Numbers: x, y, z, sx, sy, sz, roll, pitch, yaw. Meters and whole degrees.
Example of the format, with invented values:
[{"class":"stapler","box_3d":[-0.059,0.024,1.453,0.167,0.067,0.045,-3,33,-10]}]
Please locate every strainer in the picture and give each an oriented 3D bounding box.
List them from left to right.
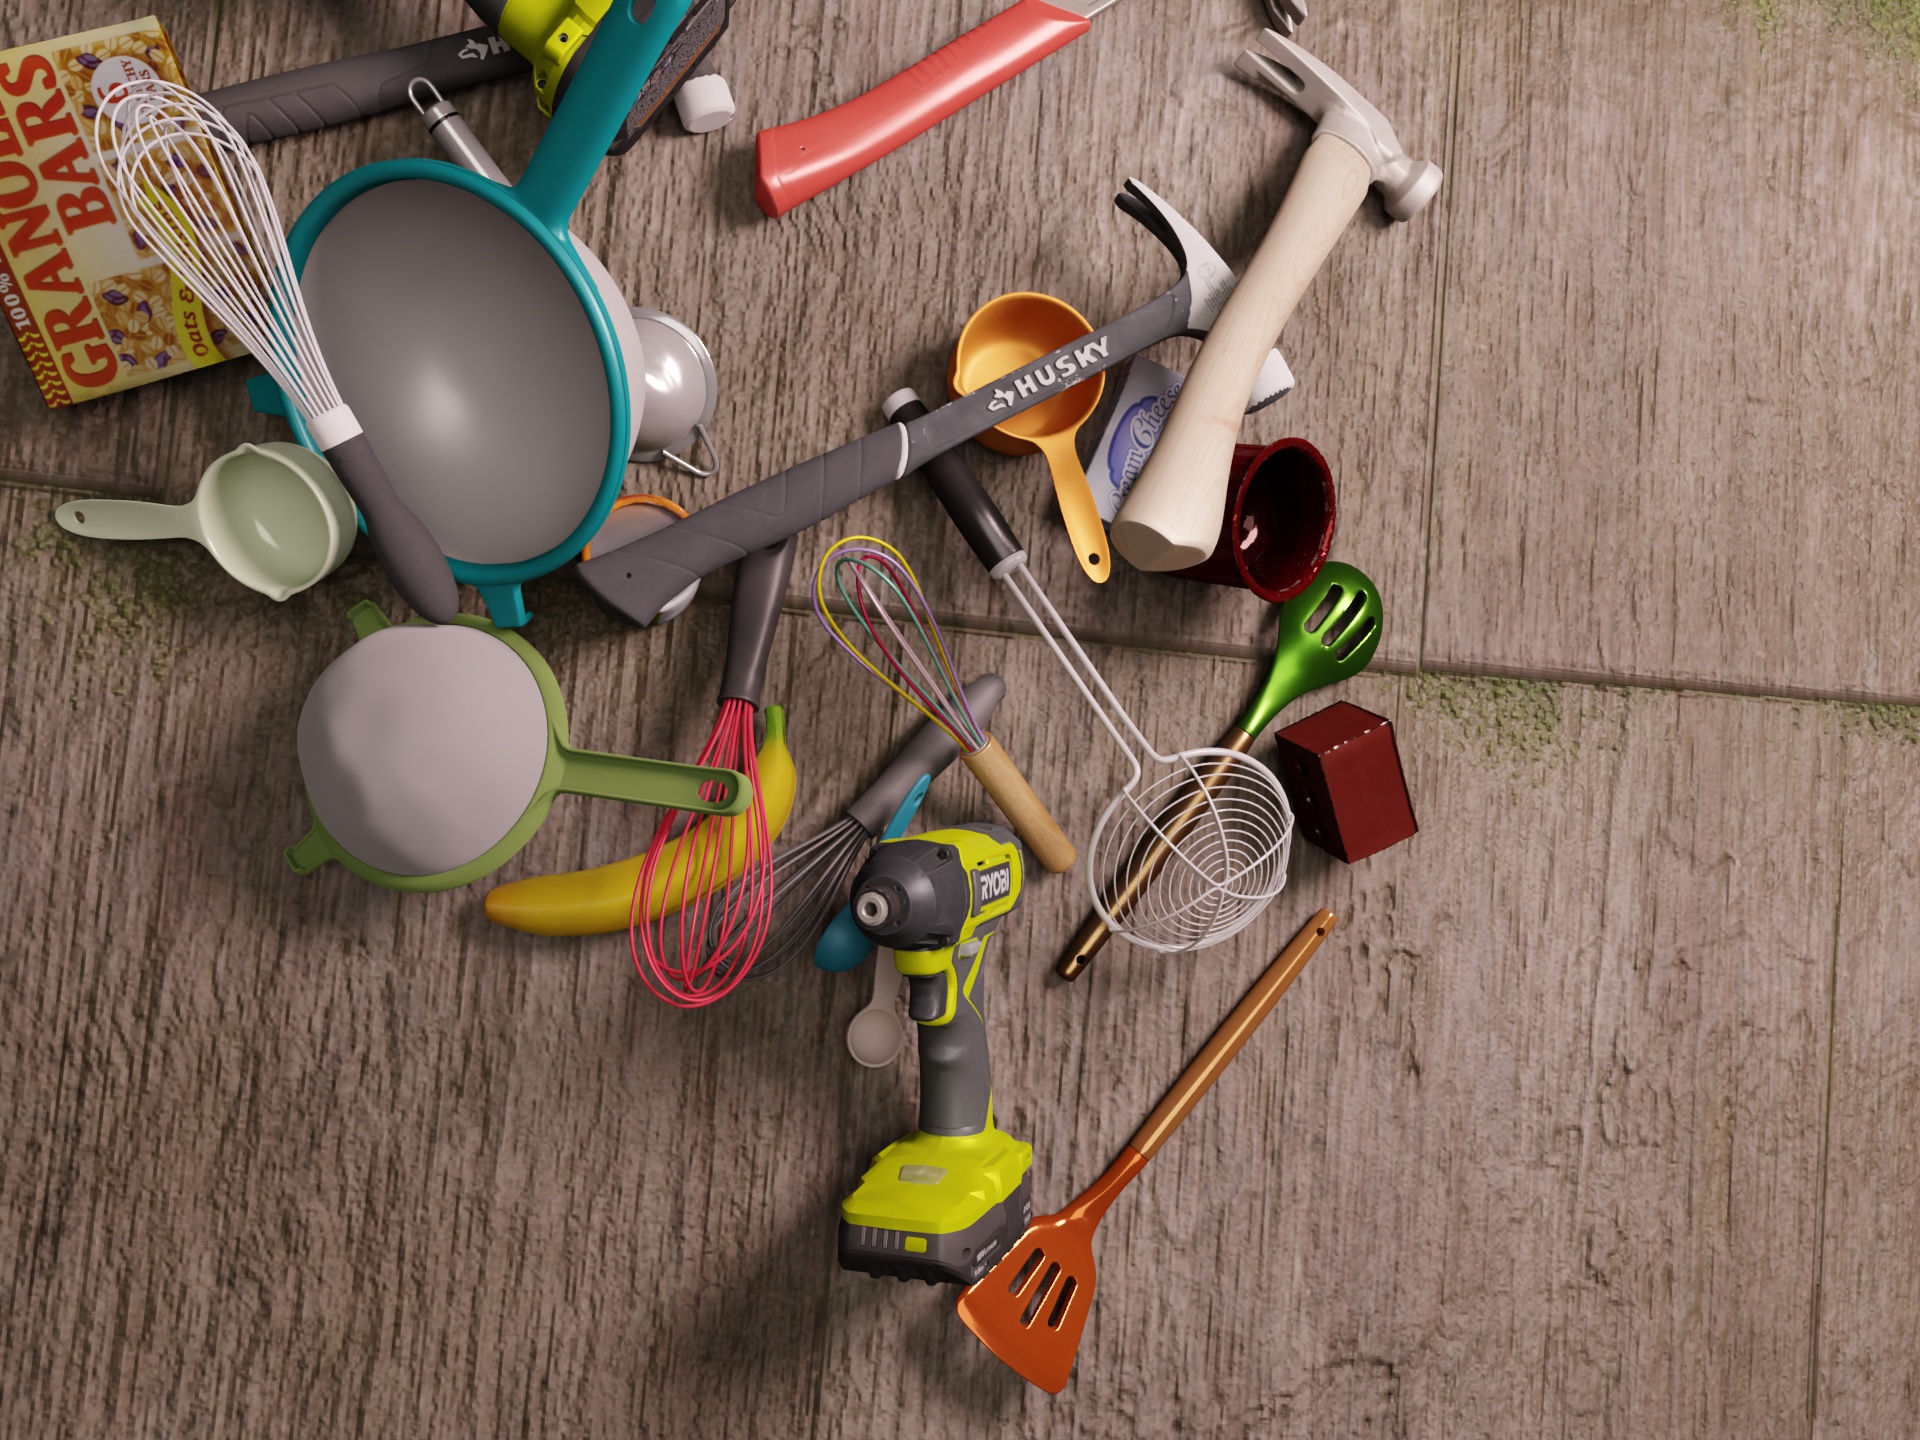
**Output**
[{"class":"strainer","box_3d":[-0.233,0.016,0.800,0.256,0.069,0.151,7,78,15]},{"class":"strainer","box_3d":[-0.206,-0.224,0.790,0.211,0.095,0.340,42,120,1]},{"class":"strainer","box_3d":[-0.219,-0.237,0.868,0.087,0.050,0.258,-34,100,12]}]

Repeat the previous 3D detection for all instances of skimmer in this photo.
[{"class":"skimmer","box_3d":[0.061,-0.033,0.923,0.127,0.090,0.363,-33,79,-3]}]

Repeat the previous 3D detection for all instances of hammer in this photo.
[{"class":"hammer","box_3d":[-0.305,-0.361,0.876,0.334,0.035,0.146,-20,92,-12]},{"class":"hammer","box_3d":[-0.019,-0.160,0.867,0.409,0.036,0.149,-28,88,-13]},{"class":"hammer","box_3d":[0.034,-0.395,0.948,0.359,0.037,0.149,-36,94,-12]},{"class":"hammer","box_3d":[0.159,-0.236,0.874,0.146,0.038,0.411,37,54,-10]}]

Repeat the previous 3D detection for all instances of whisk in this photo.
[{"class":"whisk","box_3d":[-0.324,-0.172,0.775,0.070,0.070,0.284,-29,109,-12]},{"class":"whisk","box_3d":[-0.122,0.010,0.856,0.073,0.073,0.296,12,66,-11]},{"class":"whisk","box_3d":[-0.057,0.057,0.898,0.055,0.055,0.239,46,75,-6]},{"class":"whisk","box_3d":[0.000,-0.004,0.878,0.244,0.051,0.047,54,47,-28]}]

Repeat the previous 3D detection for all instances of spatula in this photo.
[{"class":"spatula","box_3d":[0.123,0.236,0.929,0.081,0.041,0.322,42,79,-6]}]

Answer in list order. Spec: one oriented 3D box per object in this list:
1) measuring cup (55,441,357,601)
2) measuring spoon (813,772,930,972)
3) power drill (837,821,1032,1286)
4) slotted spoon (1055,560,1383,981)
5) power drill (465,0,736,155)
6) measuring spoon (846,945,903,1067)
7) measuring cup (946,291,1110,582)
[{"class":"measuring cup","box_3d":[-0.393,-0.109,0.832,0.167,0.038,0.083,3,113,14]},{"class":"measuring spoon","box_3d":[-0.042,0.088,0.883,0.021,0.042,0.128,33,104,20]},{"class":"power drill","box_3d":[-0.015,0.171,0.842,0.080,0.171,0.223,0,91,19]},{"class":"slotted spoon","box_3d":[0.157,0.030,0.955,0.070,0.031,0.314,40,81,-10]},{"class":"power drill","box_3d":[-0.233,-0.431,0.838,0.228,0.080,0.190,37,82,-6]},{"class":"measuring spoon","box_3d":[-0.042,0.137,0.915,0.034,0.018,0.124,17,77,-24]},{"class":"measuring cup","box_3d":[0.049,-0.159,0.926,0.095,0.052,0.173,-18,89,-13]}]
